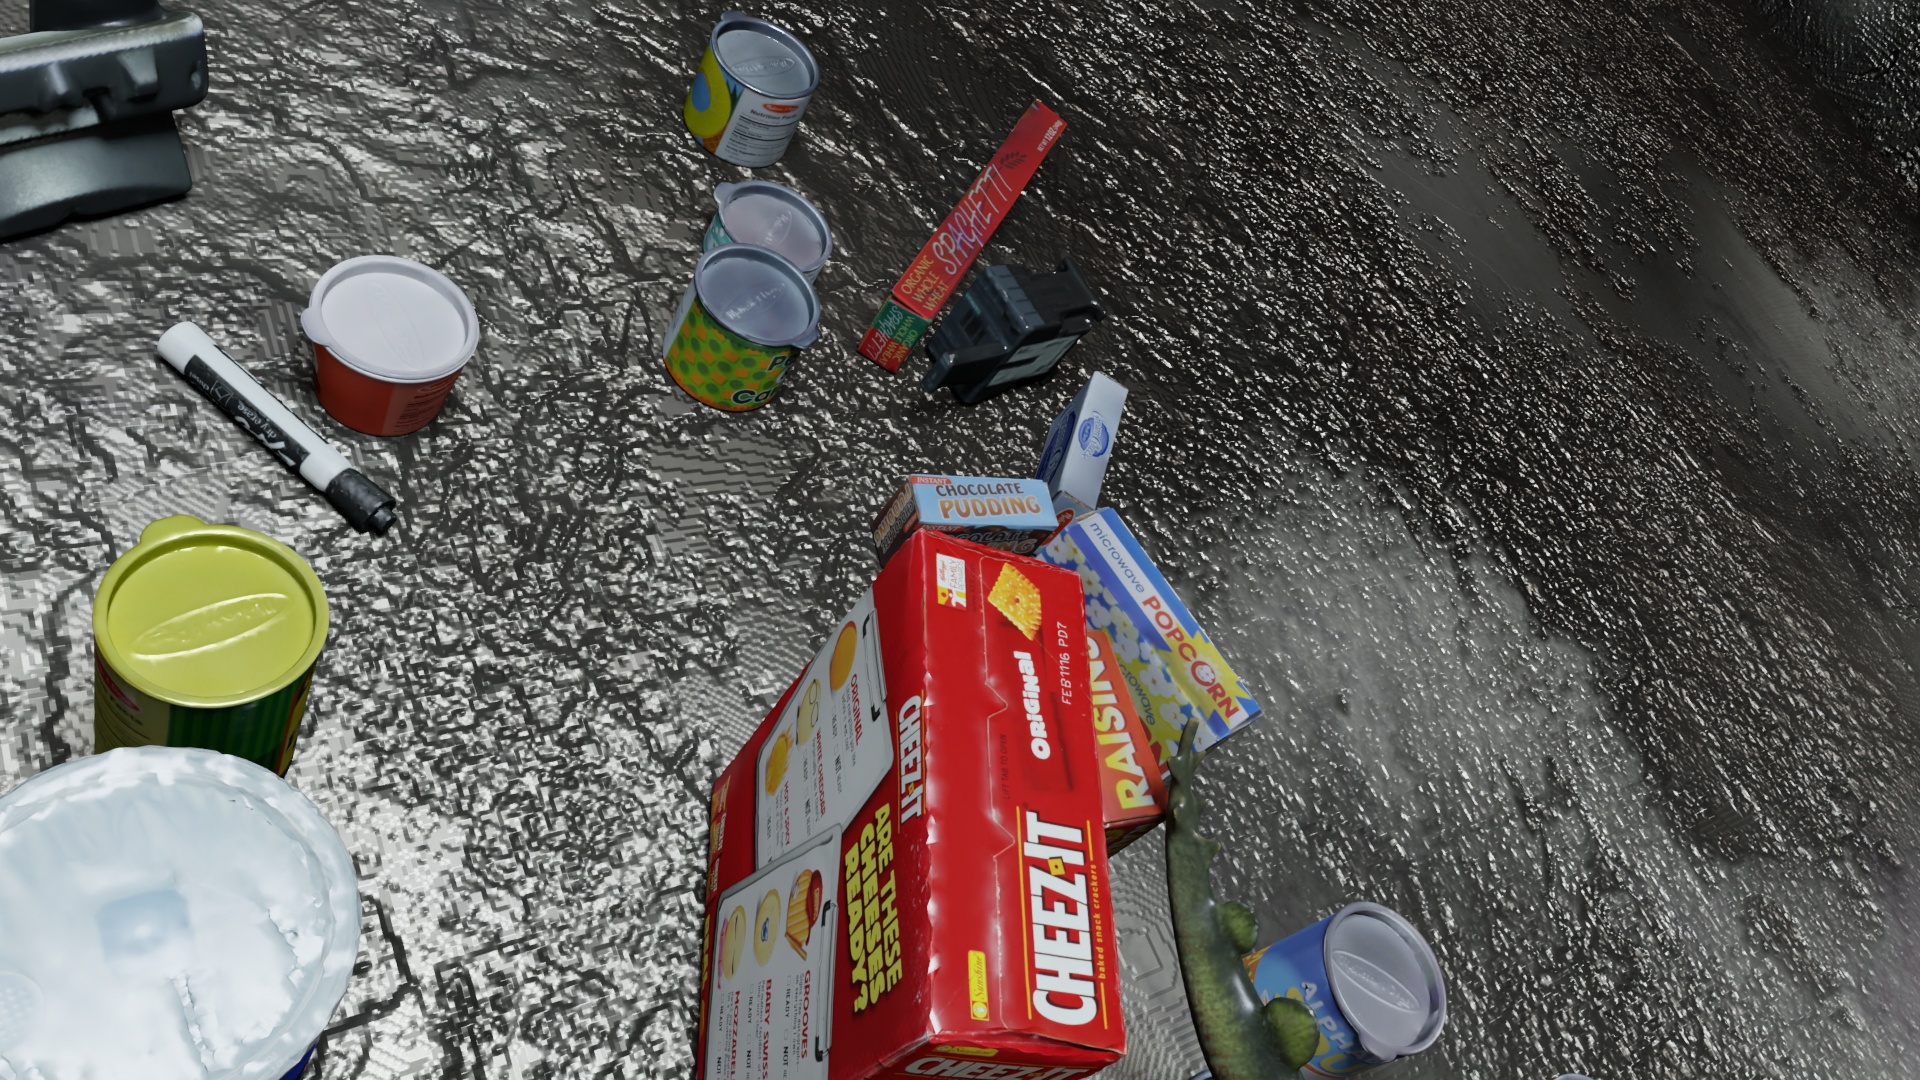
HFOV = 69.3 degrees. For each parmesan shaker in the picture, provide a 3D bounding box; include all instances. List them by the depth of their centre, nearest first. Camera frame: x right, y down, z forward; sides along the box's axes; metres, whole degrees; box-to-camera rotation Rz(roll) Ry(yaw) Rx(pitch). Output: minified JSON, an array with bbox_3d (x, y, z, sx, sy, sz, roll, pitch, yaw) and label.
[{"bbox_3d":[-0.260,0.047,0.477,0.071,0.102,0.071,16,51,-21],"label":"parmesan shaker"}]

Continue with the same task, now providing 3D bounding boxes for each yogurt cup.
[{"bbox_3d":[-0.251,-0.083,0.610,0.072,0.053,0.073,16,51,-21],"label":"yogurt cup"}]

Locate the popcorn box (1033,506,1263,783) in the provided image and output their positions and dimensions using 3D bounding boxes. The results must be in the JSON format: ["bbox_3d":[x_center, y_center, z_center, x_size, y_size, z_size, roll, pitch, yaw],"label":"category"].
[{"bbox_3d":[0.078,0.058,0.689,0.038,0.084,0.127,-23,72,-40],"label":"popcorn box"}]

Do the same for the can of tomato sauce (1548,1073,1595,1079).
[{"bbox_3d":[0.261,0.287,0.637,0.071,0.082,0.071,16,51,-21],"label":"can of tomato sauce"}]

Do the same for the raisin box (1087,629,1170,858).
[{"bbox_3d":[0.031,0.104,0.600,0.040,0.122,0.086,0,58,-32],"label":"raisin box"}]

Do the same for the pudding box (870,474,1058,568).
[{"bbox_3d":[0.003,-0.009,0.715,0.084,0.049,0.030,2,58,-31],"label":"pudding box"}]

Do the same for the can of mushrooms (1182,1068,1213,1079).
[{"bbox_3d":[0.107,0.263,0.594,0.071,0.033,0.071,16,51,-21],"label":"can of mushrooms"}]

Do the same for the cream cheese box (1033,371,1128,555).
[{"bbox_3d":[0.062,-0.043,0.774,0.024,0.053,0.104,29,47,-11],"label":"cream cheese box"}]

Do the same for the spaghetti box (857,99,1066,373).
[{"bbox_3d":[0.005,-0.191,0.849,0.028,0.050,0.251,34,47,-6],"label":"spaghetti box"}]

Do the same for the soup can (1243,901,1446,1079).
[{"bbox_3d":[0.166,0.212,0.632,0.071,0.083,0.072,16,51,-21],"label":"soup can"}]

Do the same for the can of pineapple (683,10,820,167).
[{"bbox_3d":[-0.124,-0.264,0.817,0.071,0.057,0.071,16,51,-21],"label":"can of pineapple"}]

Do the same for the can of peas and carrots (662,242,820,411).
[{"bbox_3d":[-0.111,-0.107,0.710,0.071,0.058,0.071,16,51,-21],"label":"can of peas and carrots"}]

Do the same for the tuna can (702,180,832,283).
[{"bbox_3d":[-0.110,-0.166,0.772,0.071,0.032,0.071,16,51,-21],"label":"tuna can"}]
